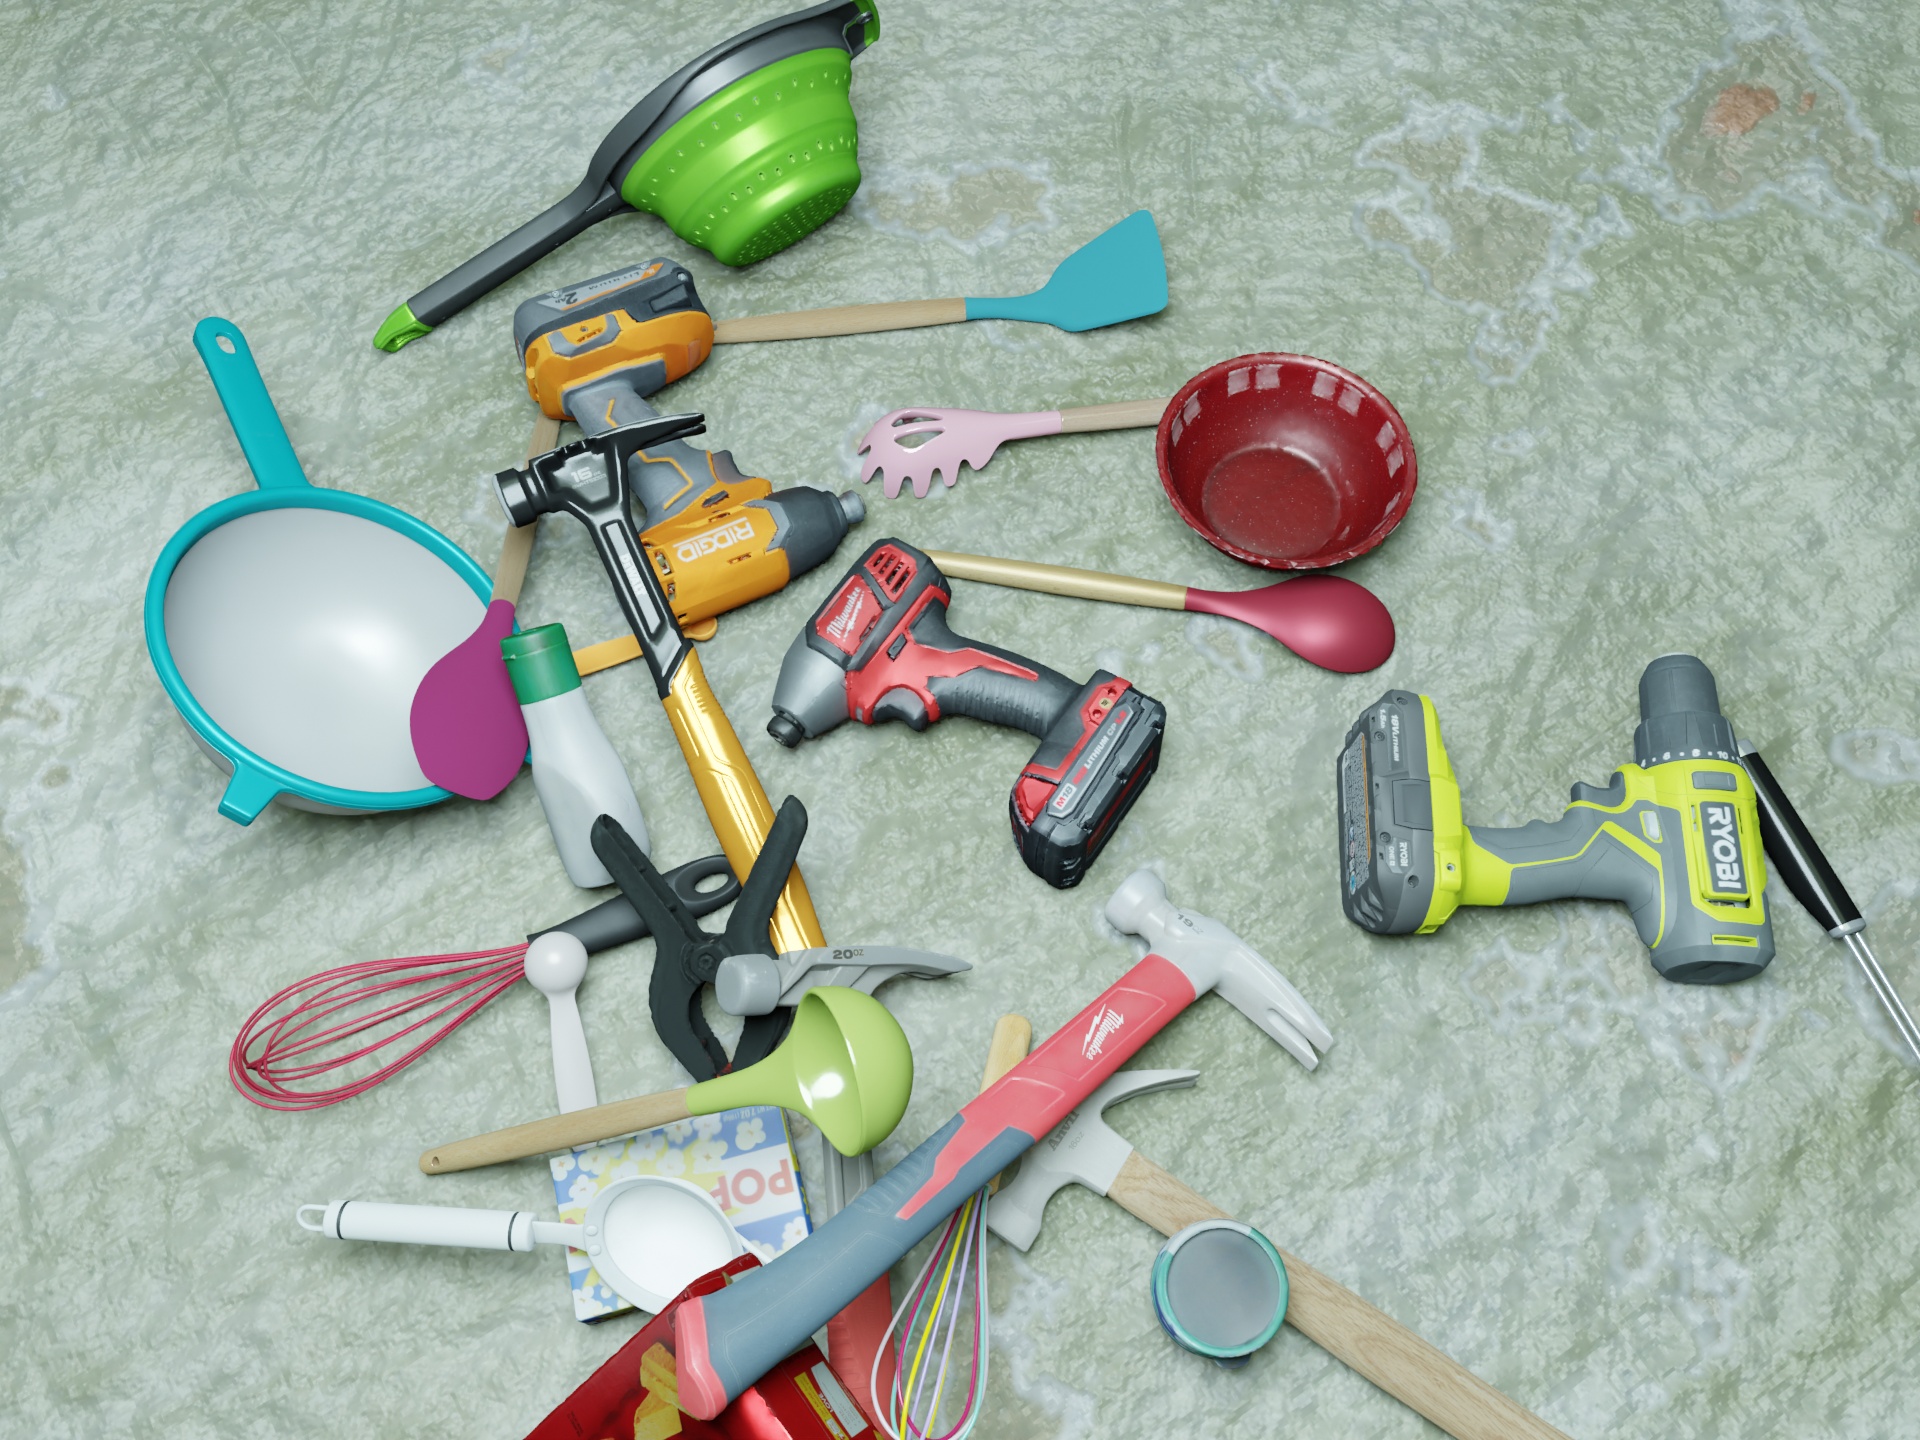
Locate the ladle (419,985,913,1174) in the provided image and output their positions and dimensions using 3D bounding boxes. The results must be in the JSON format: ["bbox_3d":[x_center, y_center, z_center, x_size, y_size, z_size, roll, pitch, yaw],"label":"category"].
[{"bbox_3d":[-0.159,0.194,0.782,0.320,0.062,0.078,-18,81,26],"label":"ladle"}]

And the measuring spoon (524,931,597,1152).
[{"bbox_3d":[-0.211,0.177,0.863,0.034,0.018,0.124,-9,90,-22],"label":"measuring spoon"}]

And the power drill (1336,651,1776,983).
[{"bbox_3d":[0.338,0.046,0.908,0.228,0.080,0.191,4,67,-1],"label":"power drill"}]

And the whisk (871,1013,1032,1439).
[{"bbox_3d":[0.004,0.254,0.806,0.051,0.047,0.245,-20,37,36],"label":"whisk"}]

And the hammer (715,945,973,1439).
[{"bbox_3d":[-0.044,0.295,0.807,0.149,0.037,0.359,6,70,-37],"label":"hammer"}]

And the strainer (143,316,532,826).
[{"bbox_3d":[-0.393,-0.078,0.932,0.211,0.095,0.341,-11,66,-46],"label":"strainer"}]

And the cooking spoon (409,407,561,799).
[{"bbox_3d":[-0.272,-0.088,0.960,0.068,0.017,0.319,24,47,-27],"label":"cooking spoon"}]

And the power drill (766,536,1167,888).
[{"bbox_3d":[-0.001,-0.003,0.933,0.220,0.078,0.143,32,71,16],"label":"power drill"}]

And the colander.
[{"bbox_3d":[-0.203,-0.323,1.051,0.397,0.204,0.094,-31,96,6],"label":"colander"}]

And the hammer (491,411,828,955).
[{"bbox_3d":[-0.145,-0.010,0.907,0.127,0.034,0.337,-23,86,-11],"label":"hammer"}]

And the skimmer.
[{"bbox_3d":[0.535,0.153,0.851,0.127,0.090,0.364,-2,59,-36],"label":"skimmer"}]

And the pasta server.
[{"bbox_3d":[0.090,-0.194,1.041,0.316,0.040,0.060,-7,67,-7],"label":"pasta server"}]

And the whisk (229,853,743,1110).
[{"bbox_3d":[-0.256,0.137,0.885,0.296,0.073,0.073,-21,68,-15],"label":"whisk"}]

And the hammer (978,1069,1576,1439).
[{"bbox_3d":[0.181,0.298,0.824,0.331,0.031,0.130,31,71,13],"label":"hammer"}]

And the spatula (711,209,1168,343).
[{"bbox_3d":[-0.023,-0.282,1.069,0.317,0.044,0.082,-6,69,-1],"label":"spatula"}]

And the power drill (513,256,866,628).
[{"bbox_3d":[-0.170,-0.174,1.001,0.164,0.084,0.227,-23,74,-16],"label":"power drill"}]

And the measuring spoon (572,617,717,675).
[{"bbox_3d":[-0.206,-0.042,0.986,0.117,0.011,0.021,-18,50,-4],"label":"measuring spoon"}]

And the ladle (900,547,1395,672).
[{"bbox_3d":[0.114,-0.080,0.991,0.315,0.031,0.069,9,59,6],"label":"ladle"}]

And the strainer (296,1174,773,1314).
[{"bbox_3d":[-0.211,0.255,0.798,0.258,0.050,0.086,2,111,6],"label":"strainer"}]

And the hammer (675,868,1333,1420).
[{"bbox_3d":[0.027,0.209,0.770,0.143,0.038,0.386,40,47,22],"label":"hammer"}]
